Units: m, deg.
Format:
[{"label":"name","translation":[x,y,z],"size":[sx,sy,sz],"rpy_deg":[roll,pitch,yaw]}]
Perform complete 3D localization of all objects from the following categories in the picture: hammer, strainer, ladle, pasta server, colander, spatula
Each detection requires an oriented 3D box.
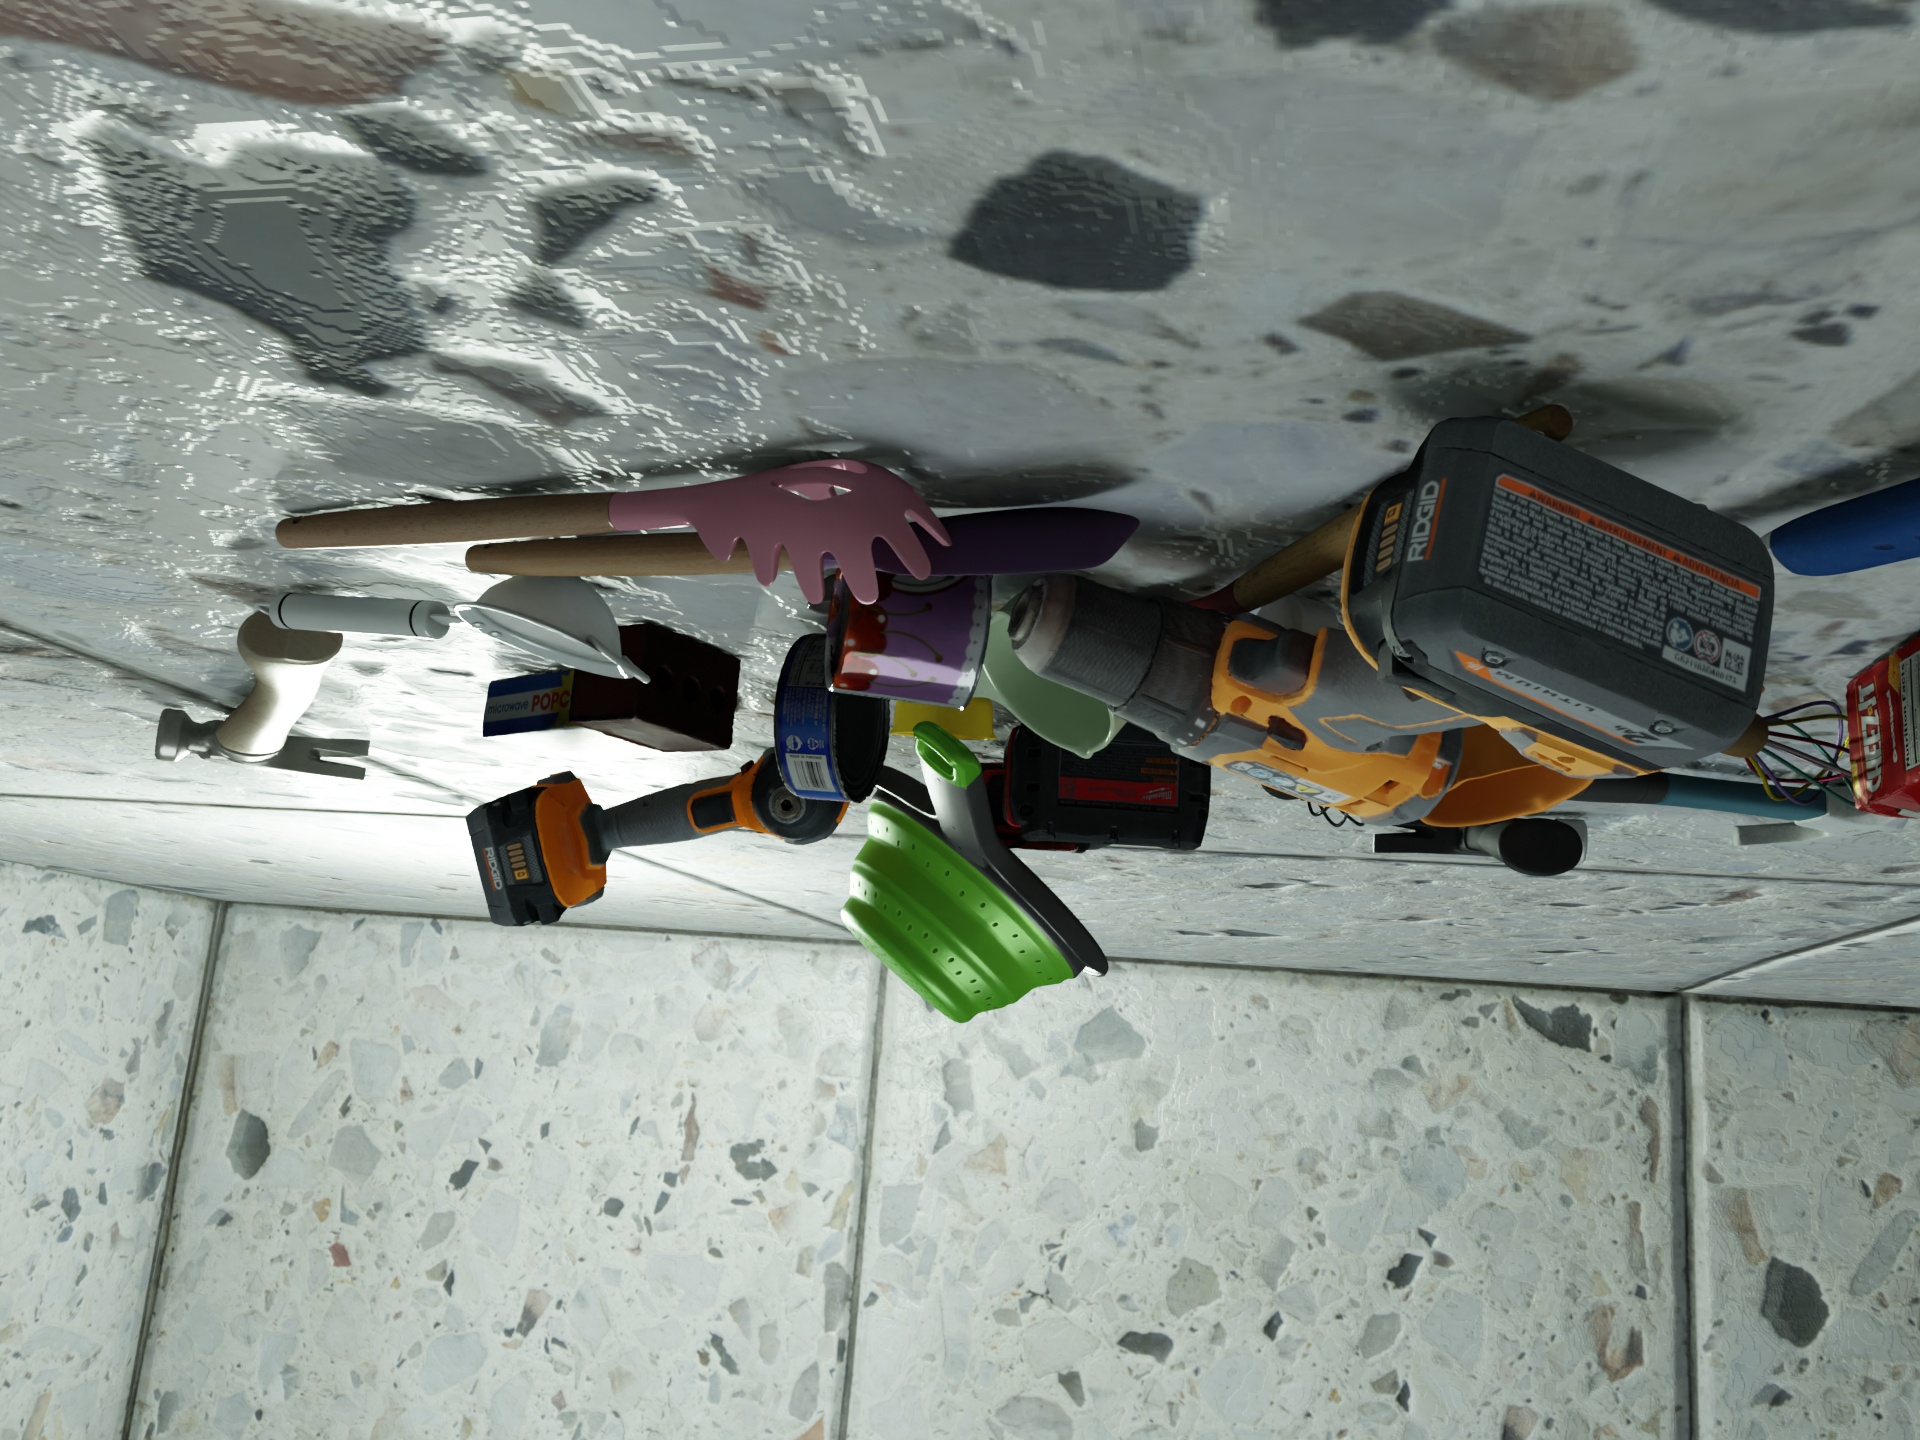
[{"label":"hammer","translation":[0.283,-0.056,0.552],"size":[0.144,0.035,0.405],"rpy_deg":[11,166,-26]},{"label":"hammer","translation":[-0.430,-0.010,1.021],"size":[0.146,0.038,0.410],"rpy_deg":[9,167,-27]},{"label":"strainer","translation":[-0.249,-0.050,0.765],"size":[0.258,0.050,0.086],"rpy_deg":[5,163,26]},{"label":"ladle","translation":[0.125,-0.057,0.623],"size":[0.069,0.031,0.315],"rpy_deg":[28,159,-13]},{"label":"pasta server","translation":[-0.152,-0.074,0.625],"size":[0.316,0.060,0.040],"rpy_deg":[1,127,27]},{"label":"hammer","translation":[0.400,0.038,0.943],"size":[0.331,0.033,0.128],"rpy_deg":[7,166,-8]},{"label":"colander","translation":[-0.017,0.102,0.961],"size":[0.205,0.094,0.396],"rpy_deg":[39,168,17]},{"label":"hammer","translation":[0.338,0.075,1.005],"size":[0.146,0.035,0.334],"rpy_deg":[3,178,14]},{"label":"spatula","translation":[-0.078,-0.069,0.636],"size":[0.316,0.018,0.060],"rpy_deg":[1,-149,28]}]

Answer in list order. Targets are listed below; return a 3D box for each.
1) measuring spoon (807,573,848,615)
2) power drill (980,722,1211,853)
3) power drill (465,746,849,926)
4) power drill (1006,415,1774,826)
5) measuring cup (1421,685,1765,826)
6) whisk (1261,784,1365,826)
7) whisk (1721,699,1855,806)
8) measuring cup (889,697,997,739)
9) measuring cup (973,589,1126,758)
[{"label":"measuring spoon","translation":[-0.039,-0.052,0.750],"size":[0.034,0.018,0.124],"rpy_deg":[1,174,15]},{"label":"power drill","translation":[0.078,0.048,1.009],"size":[0.143,0.078,0.219],"rpy_deg":[4,171,-9]},{"label":"power drill","translation":[-0.177,0.060,0.976],"size":[0.226,0.084,0.164],"rpy_deg":[-13,-176,0]},{"label":"power drill","translation":[0.131,-0.027,0.554],"size":[0.185,0.084,0.226],"rpy_deg":[20,164,-14]},{"label":"measuring cup","translation":[0.301,-0.001,0.784],"size":[0.173,0.052,0.095],"rpy_deg":[-29,150,35]},{"label":"whisk","translation":[0.206,0.032,0.925],"size":[0.055,0.055,0.239],"rpy_deg":[4,178,1]},{"label":"whisk","translation":[0.364,0.012,0.727],"size":[0.047,0.051,0.244],"rpy_deg":[-30,154,37]},{"label":"measuring cup","translation":[-0.001,-0.003,0.944],"size":[0.062,0.029,0.156],"rpy_deg":[3,179,9]},{"label":"measuring cup","translation":[0.021,-0.028,0.739],"size":[0.168,0.038,0.083],"rpy_deg":[5,134,55]}]
